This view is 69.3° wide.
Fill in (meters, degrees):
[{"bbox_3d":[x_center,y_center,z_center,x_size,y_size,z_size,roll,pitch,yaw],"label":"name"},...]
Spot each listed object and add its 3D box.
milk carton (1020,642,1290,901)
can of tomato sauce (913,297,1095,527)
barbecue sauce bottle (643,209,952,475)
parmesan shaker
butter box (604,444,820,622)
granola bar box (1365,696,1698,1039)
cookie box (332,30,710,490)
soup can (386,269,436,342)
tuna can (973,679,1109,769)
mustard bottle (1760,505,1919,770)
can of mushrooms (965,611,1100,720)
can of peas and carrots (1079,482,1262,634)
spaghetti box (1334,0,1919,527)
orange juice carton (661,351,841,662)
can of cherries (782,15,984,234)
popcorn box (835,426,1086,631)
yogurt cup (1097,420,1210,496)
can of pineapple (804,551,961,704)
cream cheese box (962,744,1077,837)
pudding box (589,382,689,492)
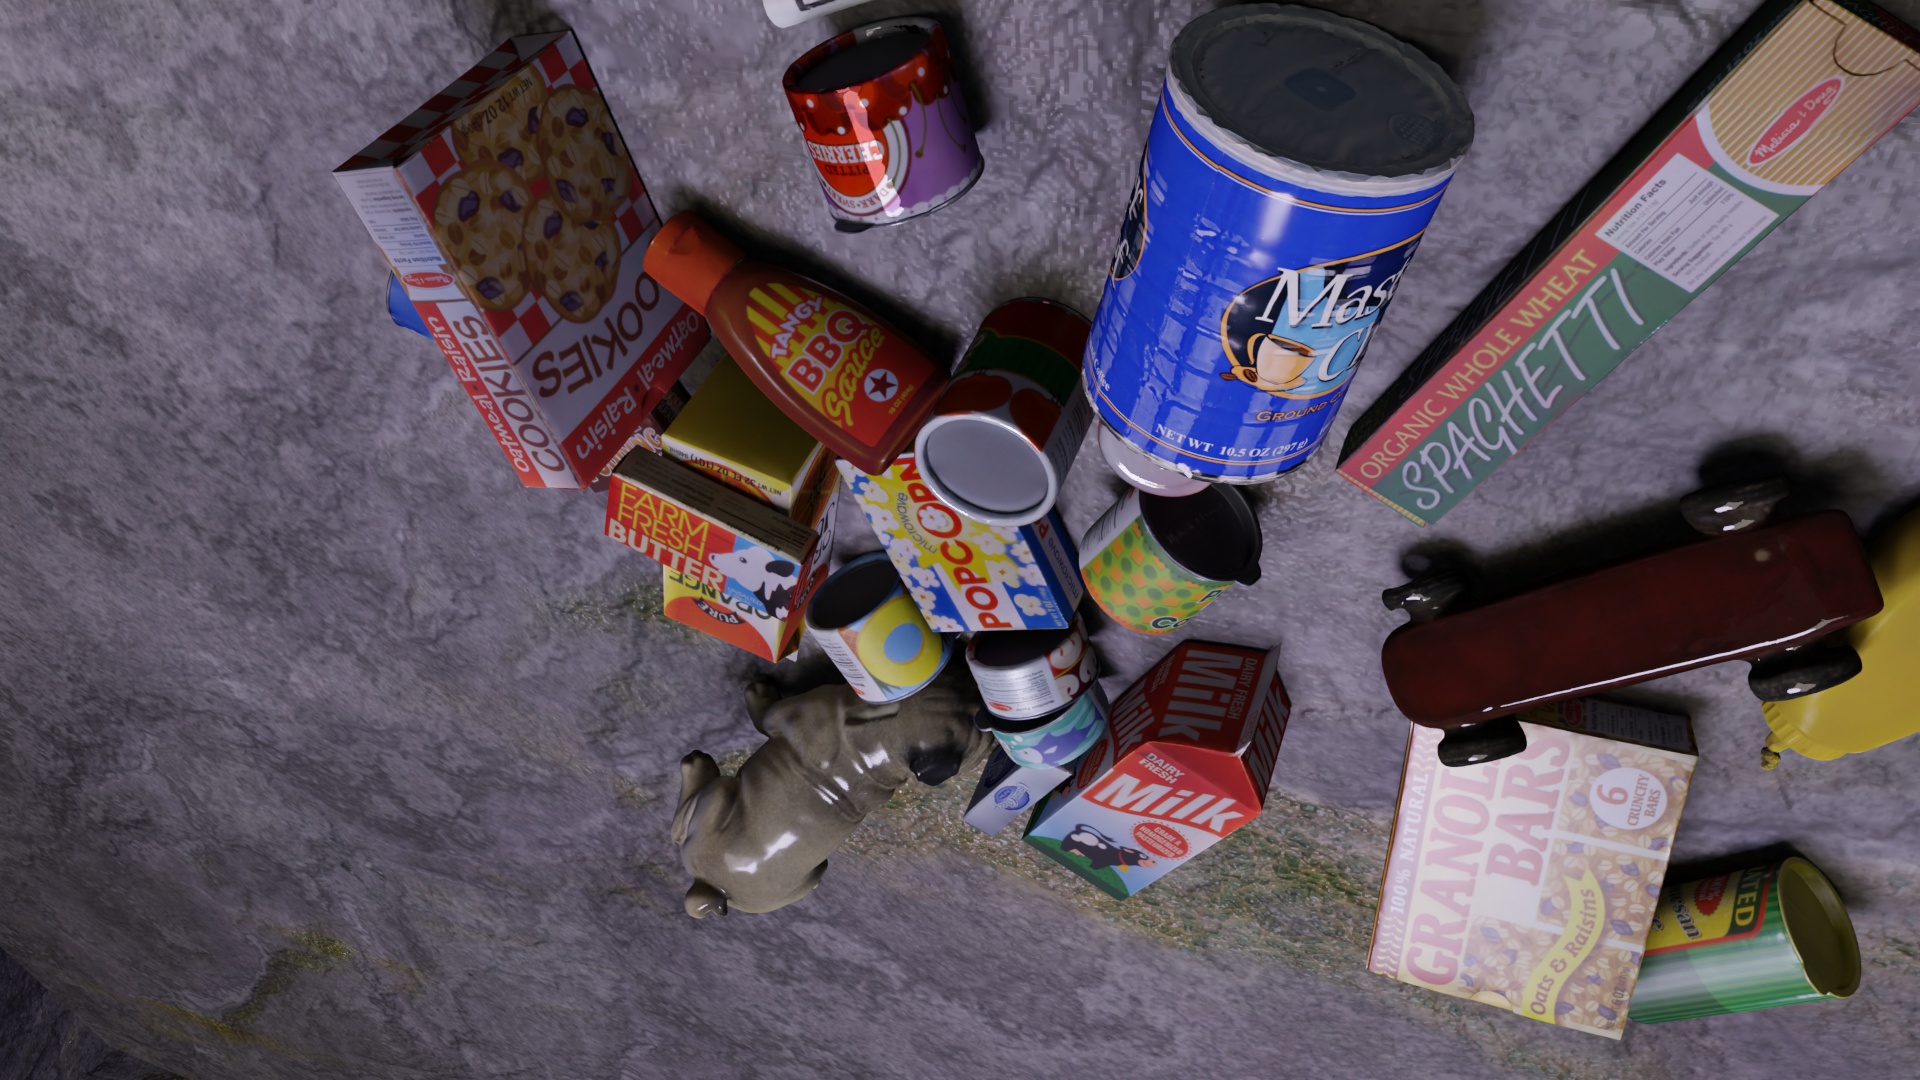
[{"bbox_3d":[0.114,0.123,0.761,0.073,0.073,0.189,33,139,-5],"label":"milk carton"},{"bbox_3d":[0.022,-0.057,0.616,0.071,0.083,0.070,15,138,14],"label":"can of tomato sauce"},{"bbox_3d":[-0.079,-0.097,0.651,0.148,0.065,0.043,37,168,3],"label":"barbecue sauce bottle"},{"bbox_3d":[0.382,0.206,0.701,0.071,0.072,0.102,40,138,-14],"label":"parmesan shaker"},{"bbox_3d":[-0.123,-0.003,0.681,0.103,0.024,0.052,26,139,3],"label":"butter box"},{"bbox_3d":[0.276,0.154,0.685,0.124,0.039,0.164,11,114,20],"label":"granola bar box"},{"bbox_3d":[-0.187,-0.124,0.630,0.040,0.123,0.166,3,134,27],"label":"cookie box"},{"bbox_3d":[-0.235,-0.119,0.706,0.084,0.072,0.071,26,140,1],"label":"soup can"},{"bbox_3d":[0.045,0.094,0.771,0.071,0.071,0.032,-7,129,34],"label":"tuna can"},{"bbox_3d":[0.370,0.047,0.560,0.065,0.049,0.159,24,140,5],"label":"mustard bottle"},{"bbox_3d":[0.039,0.062,0.745,0.071,0.071,0.033,-6,119,33],"label":"can of mushrooms"},{"bbox_3d":[0.099,0.005,0.650,0.071,0.071,0.058,33,140,-6],"label":"can of peas and carrots"},{"bbox_3d":[0.229,-0.091,0.509,0.050,0.029,0.248,31,140,-3],"label":"spaghetti box"},{"bbox_3d":[-0.114,-0.002,0.756,0.072,0.073,0.191,22,140,7],"label":"orange juice carton"},{"bbox_3d":[-0.031,-0.163,0.544,0.071,0.072,0.058,3,133,27],"label":"can of cherries"},{"bbox_3d":[0.003,-0.009,0.712,0.085,0.038,0.126,-4,130,32],"label":"popcorn box"},{"bbox_3d":[0.093,-0.056,0.601,0.072,0.054,0.072,16,138,15],"label":"yogurt cup"},{"bbox_3d":[-0.044,0.047,0.777,0.071,0.071,0.057,-9,127,35],"label":"can of pineapple"},{"bbox_3d":[0.040,0.133,0.827,0.024,0.054,0.103,31,140,-7],"label":"cream cheese box"},{"bbox_3d":[-0.182,-0.059,0.768,0.083,0.030,0.049,-8,127,35],"label":"pudding box"}]
